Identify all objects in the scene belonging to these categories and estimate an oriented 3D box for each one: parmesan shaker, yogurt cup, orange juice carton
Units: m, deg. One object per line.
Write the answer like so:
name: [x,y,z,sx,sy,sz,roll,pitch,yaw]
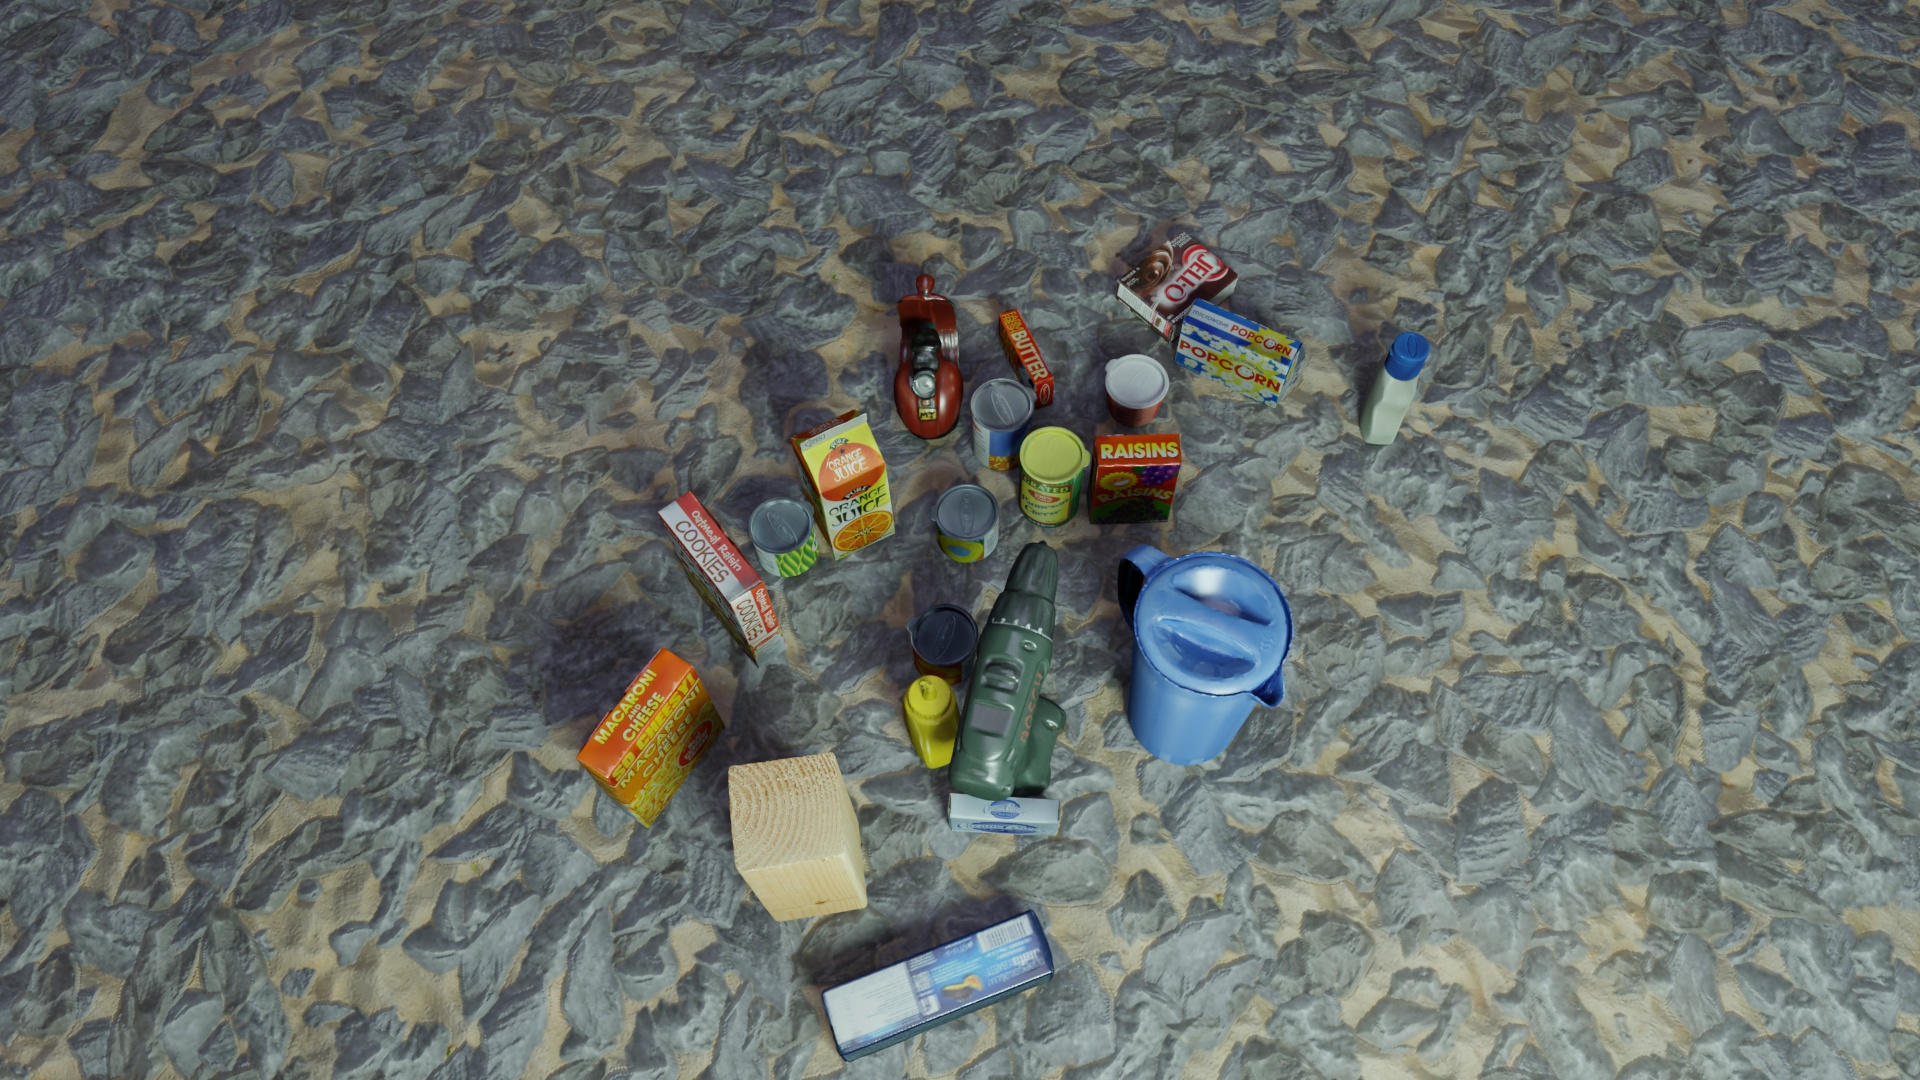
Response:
parmesan shaker: [0.096,-0.063,1.434,0.071,0.102,0.071,0,63,1]
yogurt cup: [0.190,-0.160,1.509,0.072,0.053,0.072,0,63,1]
orange juice carton: [-0.117,-0.063,1.388,0.072,0.191,0.073,-25,66,-11]

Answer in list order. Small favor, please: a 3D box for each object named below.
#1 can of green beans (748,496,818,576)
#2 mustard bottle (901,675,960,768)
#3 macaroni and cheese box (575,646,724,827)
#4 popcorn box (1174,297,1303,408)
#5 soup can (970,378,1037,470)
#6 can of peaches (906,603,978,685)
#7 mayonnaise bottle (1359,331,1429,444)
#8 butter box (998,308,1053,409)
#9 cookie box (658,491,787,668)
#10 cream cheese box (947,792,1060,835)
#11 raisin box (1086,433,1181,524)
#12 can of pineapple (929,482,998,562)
can of green beans: [-0.182,-0.003,1.434,0.071,0.057,0.071,0,63,1]
mustard bottle: [-0.026,0.162,1.290,0.049,0.159,0.065,-25,65,-11]
macaroni and cheese box: [-0.283,0.184,1.280,0.040,0.165,0.124,29,67,15]
popcorn box: [0.300,-0.204,1.512,0.127,0.085,0.038,27,67,14]
soup can: [0.047,-0.123,1.476,0.071,0.083,0.071,0,63,1]
can of peaches: [-0.017,0.103,1.377,0.071,0.057,0.071,0,63,1]
mayonnaise bottle: [0.453,-0.161,1.452,0.041,0.147,0.065,4,64,4]
butter box: [0.072,-0.201,1.533,0.024,0.053,0.104,-20,64,-9]
cookie box: [-0.229,0.040,1.352,0.040,0.166,0.123,-36,68,-15]
cream cheese box: [0.041,0.257,1.299,0.104,0.053,0.024,3,63,3]
raisin box: [0.176,-0.062,1.421,0.086,0.123,0.040,-1,63,1]
can of pineapple: [0.005,-0.018,1.438,0.071,0.057,0.071,0,63,1]
